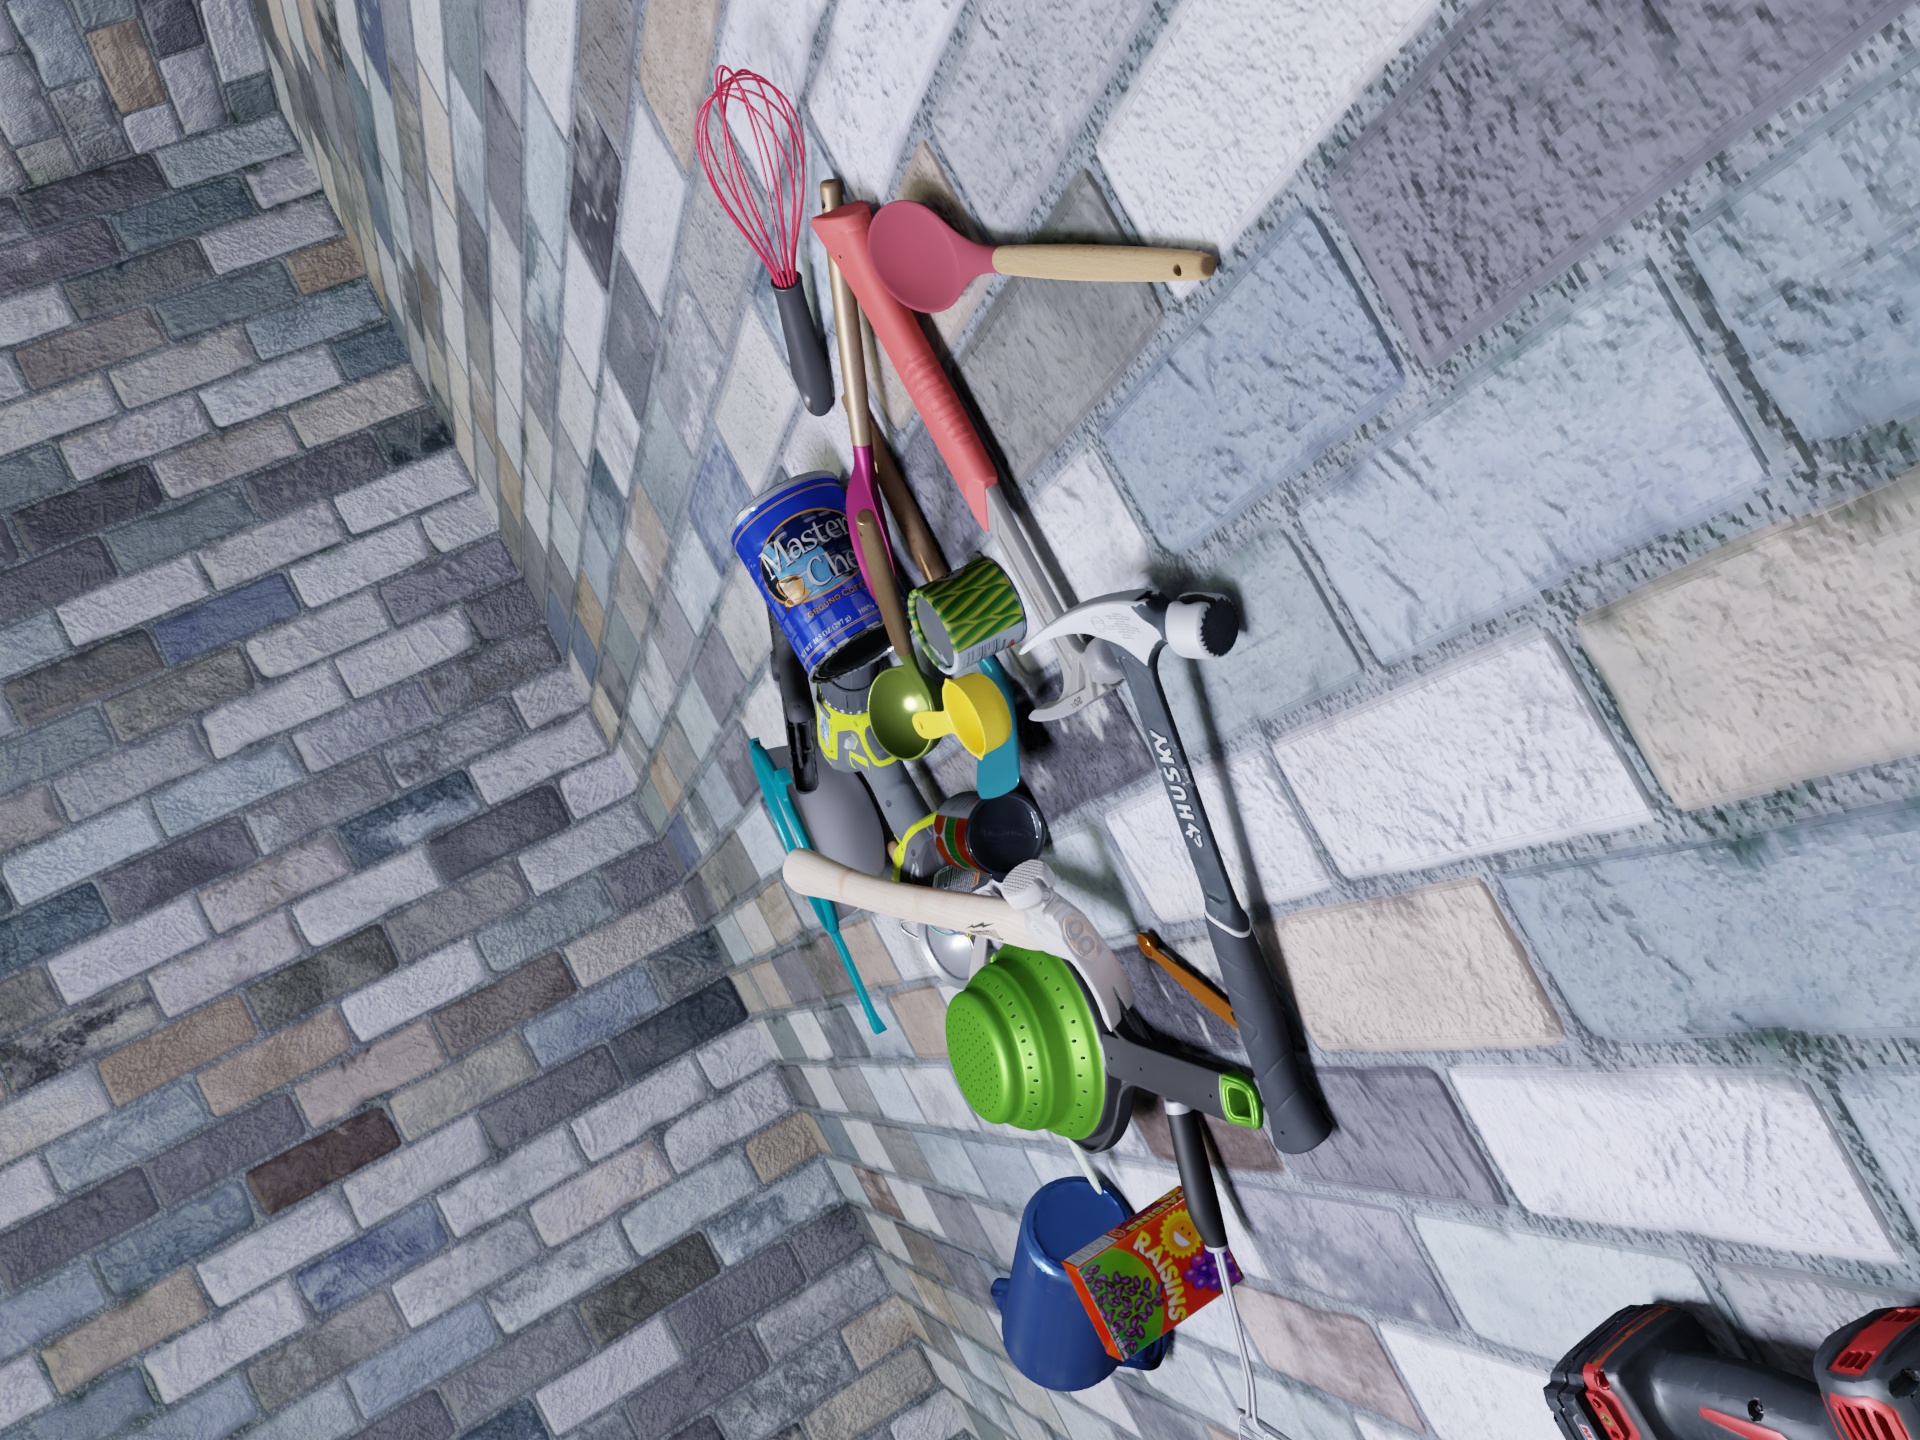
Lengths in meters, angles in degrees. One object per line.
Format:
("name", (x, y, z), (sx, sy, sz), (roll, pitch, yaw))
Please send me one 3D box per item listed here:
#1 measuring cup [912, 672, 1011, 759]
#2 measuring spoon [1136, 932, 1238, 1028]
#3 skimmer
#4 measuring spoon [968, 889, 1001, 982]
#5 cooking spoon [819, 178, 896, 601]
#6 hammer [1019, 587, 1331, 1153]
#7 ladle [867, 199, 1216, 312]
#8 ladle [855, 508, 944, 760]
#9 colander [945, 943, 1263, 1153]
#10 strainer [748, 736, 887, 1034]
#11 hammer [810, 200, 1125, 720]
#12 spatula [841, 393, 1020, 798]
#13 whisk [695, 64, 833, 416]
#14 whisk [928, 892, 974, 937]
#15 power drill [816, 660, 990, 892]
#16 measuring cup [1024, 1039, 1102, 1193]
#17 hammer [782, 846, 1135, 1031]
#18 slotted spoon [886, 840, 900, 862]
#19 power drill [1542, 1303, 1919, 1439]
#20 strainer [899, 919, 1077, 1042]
("measuring cup", (-0.002, -0.004, 1.152), (0.062, 0.029, 0.156), (66, 163, -5))
("measuring spoon", (0.163, 0.181, 1.110), (0.117, 0.011, 0.021), (37, 148, 45))
("skimmer", (0.239, 0.456, 1.243), (0.127, 0.090, 0.363), (-5, 101, 69))
("measuring spoon", (0.024, 0.205, 1.439), (0.034, 0.018, 0.124), (45, 136, 46))
("cooking spoon", (-0.072, -0.221, 1.127), (0.069, 0.017, 0.318), (41, 145, 48))
("hammer", (0.151, 0.104, 0.963), (0.149, 0.036, 0.408), (7, 126, 48))
("ladle", (0.035, -0.247, 0.852), (0.316, 0.031, 0.069), (28, 143, 56))
("ladle", (-0.056, -0.059, 1.182), (0.078, 0.062, 0.320), (50, 169, 23))
("colander", (0.086, 0.267, 1.238), (0.397, 0.094, 0.204), (0, 101, 64))
("strainer", (-0.113, 0.164, 1.661), (0.340, 0.095, 0.211), (69, 169, -14))
("hammer", (0.000, -0.169, 1.029), (0.359, 0.036, 0.149), (62, 161, 2))
("spatula", (-0.023, -0.096, 1.173), (0.317, 0.044, 0.082), (64, 158, 1))
("whisk", (-0.128, -0.328, 1.127), (0.073, 0.073, 0.295), (50, 164, 34))
("whisk", (-0.049, 0.100, 1.496), (0.245, 0.051, 0.047), (60, -172, 23))
("power drill", (-0.058, 0.041, 1.397), (0.229, 0.080, 0.190), (58, 161, 23))
("measuring cup", (0.105, 0.351, 1.440), (0.167, 0.038, 0.083), (65, 161, -12))
("hammer", (-0.025, 0.157, 1.300), (0.411, 0.038, 0.146), (3, 134, 55))
("slotted spoon", (0.008, 0.246, 1.568), (0.314, 0.031, 0.070), (57, 160, 24))
("power drill", (0.375, 0.338, 0.669), (0.188, 0.080, 0.226), (60, 158, 7))
("strainer", (0.034, 0.236, 1.469), (0.259, 0.050, 0.086), (30, 132, 48))
